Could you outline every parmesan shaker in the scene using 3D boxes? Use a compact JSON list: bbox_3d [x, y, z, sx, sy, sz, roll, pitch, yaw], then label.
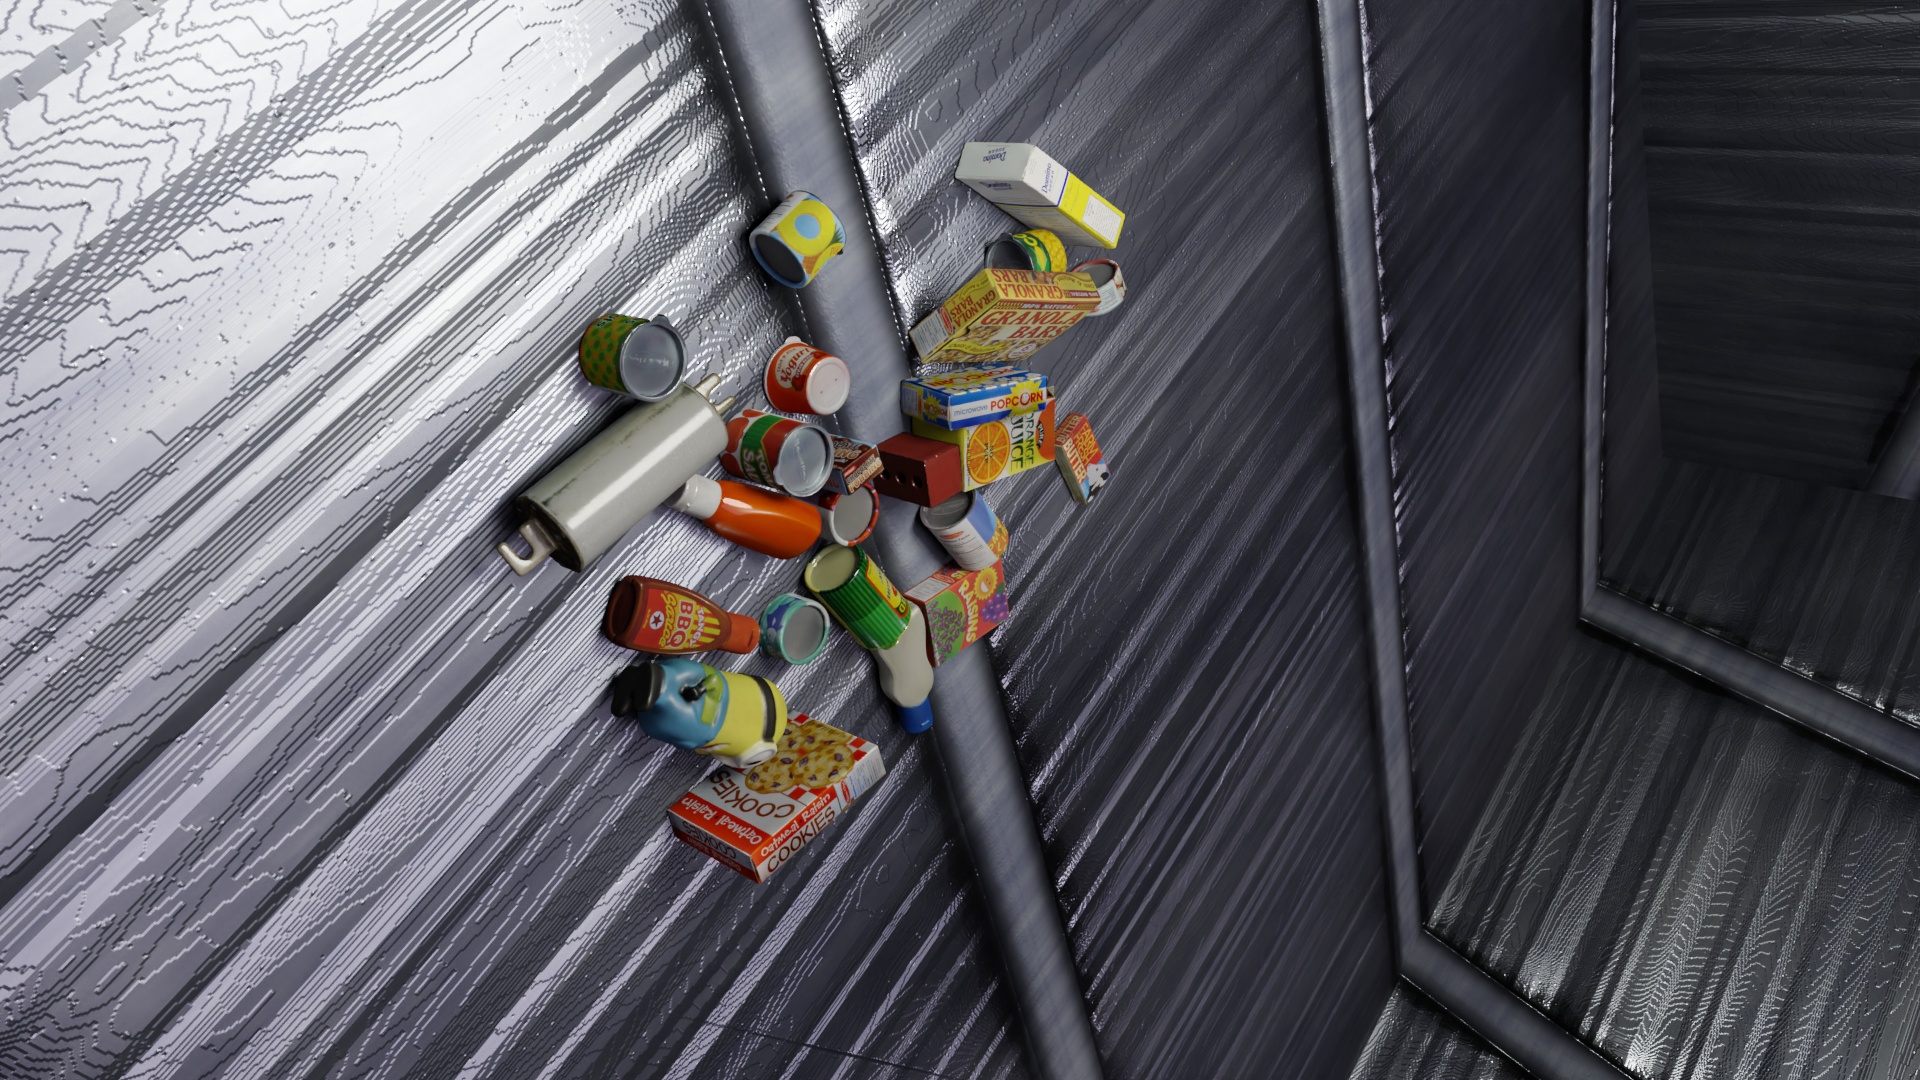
[{"bbox_3d":[-0.100,0.056,1.380,0.071,0.071,0.102,-57,138,-19],"label":"parmesan shaker"}]

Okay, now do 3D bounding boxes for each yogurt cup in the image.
[{"bbox_3d":[-0.139,-0.147,1.282,0.073,0.054,0.072,-21,118,-44],"label":"yogurt cup"}]

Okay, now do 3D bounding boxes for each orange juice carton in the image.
[{"bbox_3d":[0.040,-0.114,1.486,0.193,0.073,0.071,-22,118,-44],"label":"orange juice carton"}]

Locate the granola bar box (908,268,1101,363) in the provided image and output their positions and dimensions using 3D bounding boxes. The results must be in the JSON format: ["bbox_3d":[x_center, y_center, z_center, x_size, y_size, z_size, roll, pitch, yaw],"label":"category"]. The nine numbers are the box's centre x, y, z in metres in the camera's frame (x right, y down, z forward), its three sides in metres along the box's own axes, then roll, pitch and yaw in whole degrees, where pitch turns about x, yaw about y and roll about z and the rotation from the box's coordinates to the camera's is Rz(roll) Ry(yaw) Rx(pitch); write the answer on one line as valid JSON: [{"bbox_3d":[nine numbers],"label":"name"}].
[{"bbox_3d":[0.047,-0.228,1.420,0.166,0.123,0.039,-10,72,-47],"label":"granola bar box"}]

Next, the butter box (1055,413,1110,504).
[{"bbox_3d":[0.142,-0.097,1.648,0.053,0.024,0.103,-51,135,-24],"label":"butter box"}]

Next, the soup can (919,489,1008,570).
[{"bbox_3d":[0.005,-0.019,1.485,0.071,0.071,0.083,-58,139,-18],"label":"soup can"}]

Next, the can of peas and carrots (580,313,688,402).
[{"bbox_3d":[-0.266,-0.152,1.129,0.071,0.059,0.070,-19,116,-45],"label":"can of peas and carrots"}]

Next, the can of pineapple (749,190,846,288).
[{"bbox_3d":[-0.142,-0.264,1.227,0.058,0.071,0.070,-51,135,-23],"label":"can of pineapple"}]

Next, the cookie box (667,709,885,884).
[{"bbox_3d":[-0.173,0.240,1.316,0.168,0.123,0.040,-38,128,-36],"label":"cookie box"}]

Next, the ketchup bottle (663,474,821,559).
[{"bbox_3d":[-0.198,-0.025,1.252,0.149,0.064,0.044,23,44,-45],"label":"ketchup bottle"}]

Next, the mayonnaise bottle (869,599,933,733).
[{"bbox_3d":[-0.060,0.138,1.479,0.065,0.041,0.147,-29,125,-27],"label":"mayonnaise bottle"}]

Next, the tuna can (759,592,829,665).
[{"bbox_3d":[-0.162,0.088,1.349,0.071,0.033,0.070,-19,116,-45],"label":"tuna can"}]

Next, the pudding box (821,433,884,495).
[{"bbox_3d":[-0.119,-0.073,1.306,0.050,0.084,0.030,-40,130,-33],"label":"pudding box"}]

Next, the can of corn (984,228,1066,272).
[{"bbox_3d":[0.069,-0.294,1.465,0.058,0.071,0.071,-26,121,-43],"label":"can of corn"}]

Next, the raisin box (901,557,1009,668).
[{"bbox_3d":[-0.004,0.072,1.524,0.124,0.040,0.085,-32,124,-37],"label":"raisin box"}]

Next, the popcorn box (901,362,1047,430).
[{"bbox_3d":[0.014,-0.149,1.418,0.127,0.085,0.038,-15,114,-34],"label":"popcorn box"}]

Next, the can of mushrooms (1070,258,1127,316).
[{"bbox_3d":[0.151,-0.286,1.566,0.071,0.071,0.033,-51,134,-25],"label":"can of mushrooms"}]

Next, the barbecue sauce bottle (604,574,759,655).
[{"bbox_3d":[-0.244,0.074,1.241,0.148,0.044,0.065,19,87,-51],"label":"barbecue sauce bottle"}]

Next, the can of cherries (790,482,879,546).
[{"bbox_3d":[-0.119,-0.034,1.338,0.072,0.058,0.071,-20,117,-44],"label":"can of cherries"}]

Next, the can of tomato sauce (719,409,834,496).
[{"bbox_3d":[-0.167,-0.078,1.249,0.071,0.083,0.071,-19,117,-44],"label":"can of tomato sauce"}]
